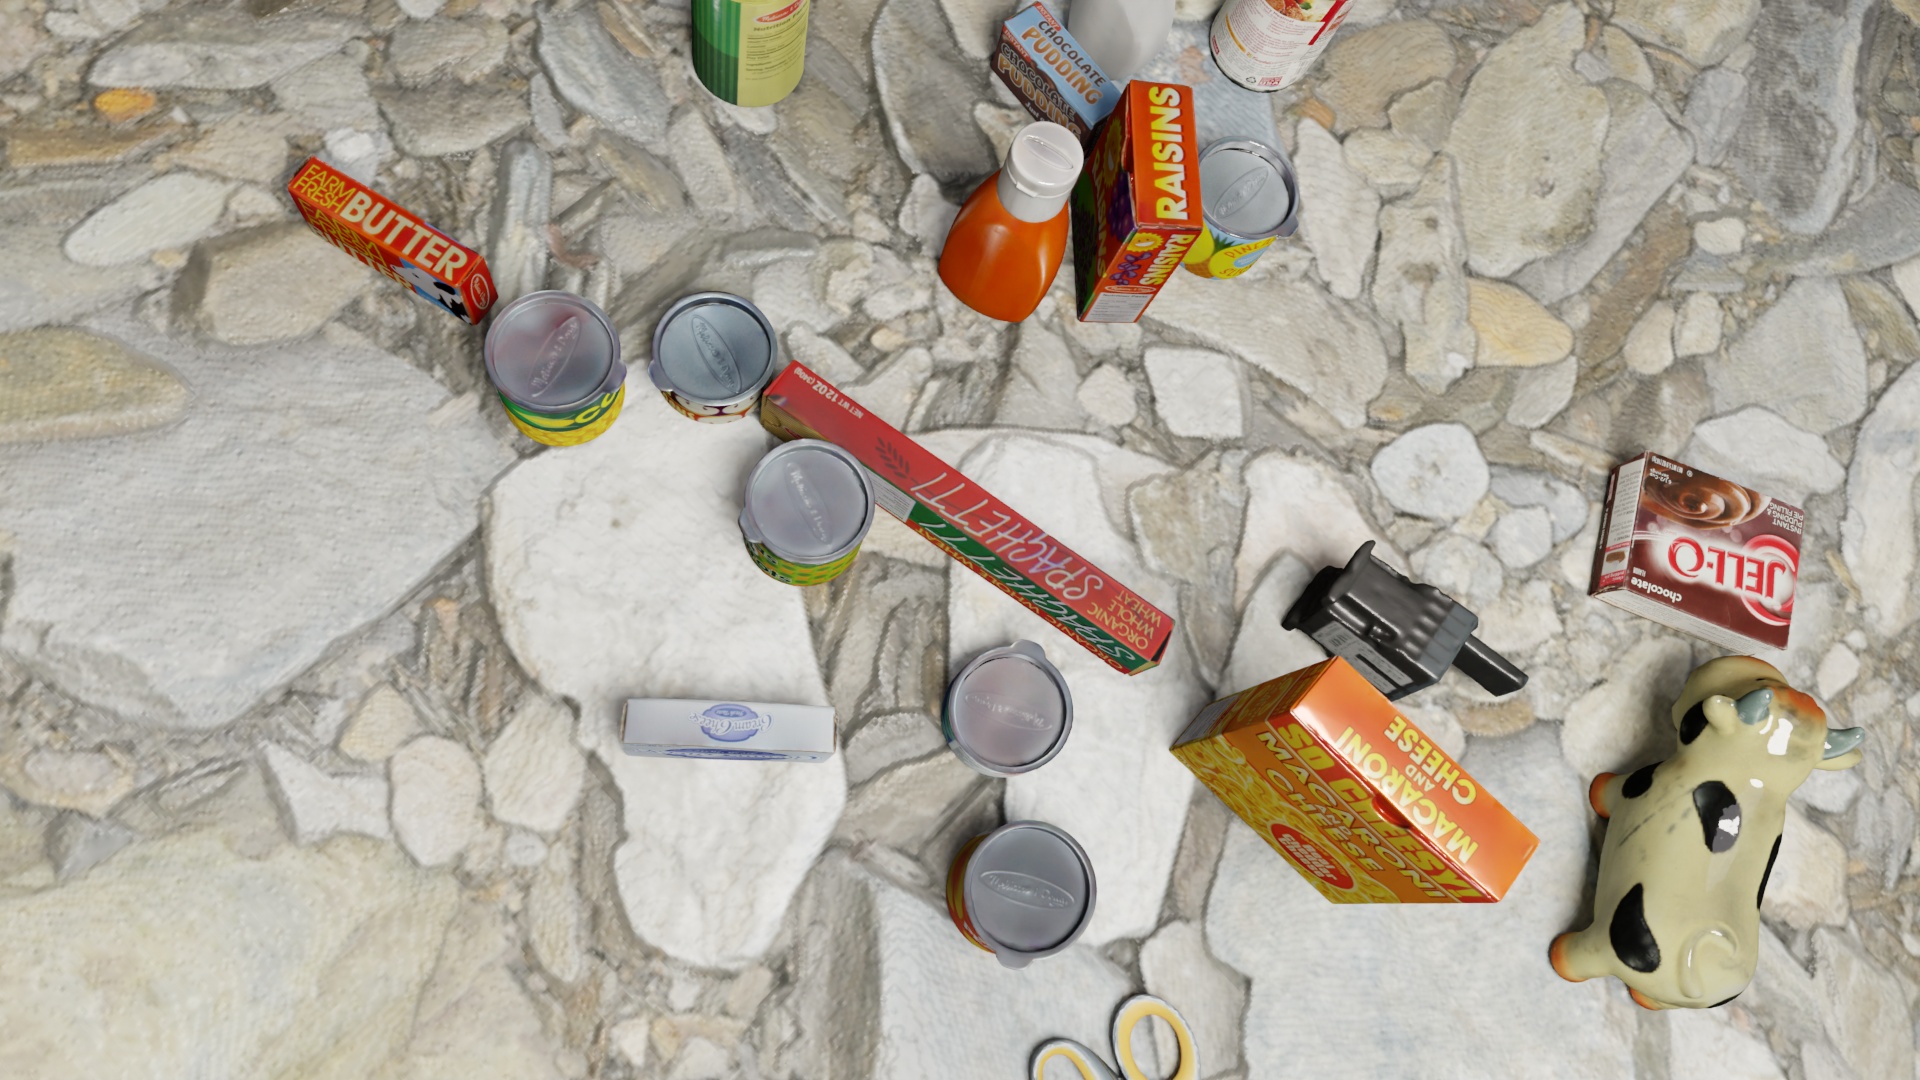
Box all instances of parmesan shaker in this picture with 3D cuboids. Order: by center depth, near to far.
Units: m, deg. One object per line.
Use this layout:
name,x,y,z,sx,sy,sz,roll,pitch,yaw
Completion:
parmesan shaker,-0.120,-0.296,0.772,0.071,0.102,0.071,3,75,-10

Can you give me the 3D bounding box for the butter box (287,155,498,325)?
butter box,-0.297,-0.156,0.729,0.103,0.053,0.024,31,73,-1

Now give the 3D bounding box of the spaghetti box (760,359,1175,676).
spaghetti box,0.003,-0.009,0.746,0.250,0.050,0.029,34,72,0

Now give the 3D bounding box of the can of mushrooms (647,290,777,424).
can of mushrooms,-0.135,-0.098,0.753,0.071,0.033,0.071,3,75,-10

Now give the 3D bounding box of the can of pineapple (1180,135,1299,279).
can of pineapple,0.159,-0.193,0.820,0.071,0.057,0.071,3,75,-10

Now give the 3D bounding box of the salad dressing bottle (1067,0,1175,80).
salad dressing bottle,0.102,-0.323,0.797,0.044,0.147,0.064,-36,84,-17

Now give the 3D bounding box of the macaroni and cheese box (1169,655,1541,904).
macaroni and cheese box,0.184,0.124,0.683,0.124,0.166,0.040,43,73,2

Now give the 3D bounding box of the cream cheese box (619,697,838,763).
cream cheese box,-0.115,0.096,0.695,0.104,0.053,0.024,4,75,-9

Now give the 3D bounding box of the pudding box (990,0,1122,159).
pudding box,0.058,-0.272,0.827,0.030,0.049,0.084,-37,85,-17

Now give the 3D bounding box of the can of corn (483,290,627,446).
can of corn,-0.207,-0.087,0.724,0.071,0.058,0.071,3,75,-10

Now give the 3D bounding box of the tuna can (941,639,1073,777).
tuna can,0.025,0.089,0.733,0.071,0.032,0.071,3,75,-10

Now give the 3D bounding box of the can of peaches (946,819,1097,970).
can of peaches,0.028,0.178,0.697,0.071,0.058,0.071,3,75,-10

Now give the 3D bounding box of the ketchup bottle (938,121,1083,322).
ketchup bottle,0.030,-0.169,0.742,0.065,0.148,0.044,31,73,-1

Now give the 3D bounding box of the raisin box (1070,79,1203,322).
raisin box,0.095,-0.184,0.771,0.040,0.123,0.086,2,75,-10

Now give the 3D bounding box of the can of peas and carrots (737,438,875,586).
can of peas and carrots,-0.083,-0.012,0.727,0.071,0.058,0.071,3,75,-10
